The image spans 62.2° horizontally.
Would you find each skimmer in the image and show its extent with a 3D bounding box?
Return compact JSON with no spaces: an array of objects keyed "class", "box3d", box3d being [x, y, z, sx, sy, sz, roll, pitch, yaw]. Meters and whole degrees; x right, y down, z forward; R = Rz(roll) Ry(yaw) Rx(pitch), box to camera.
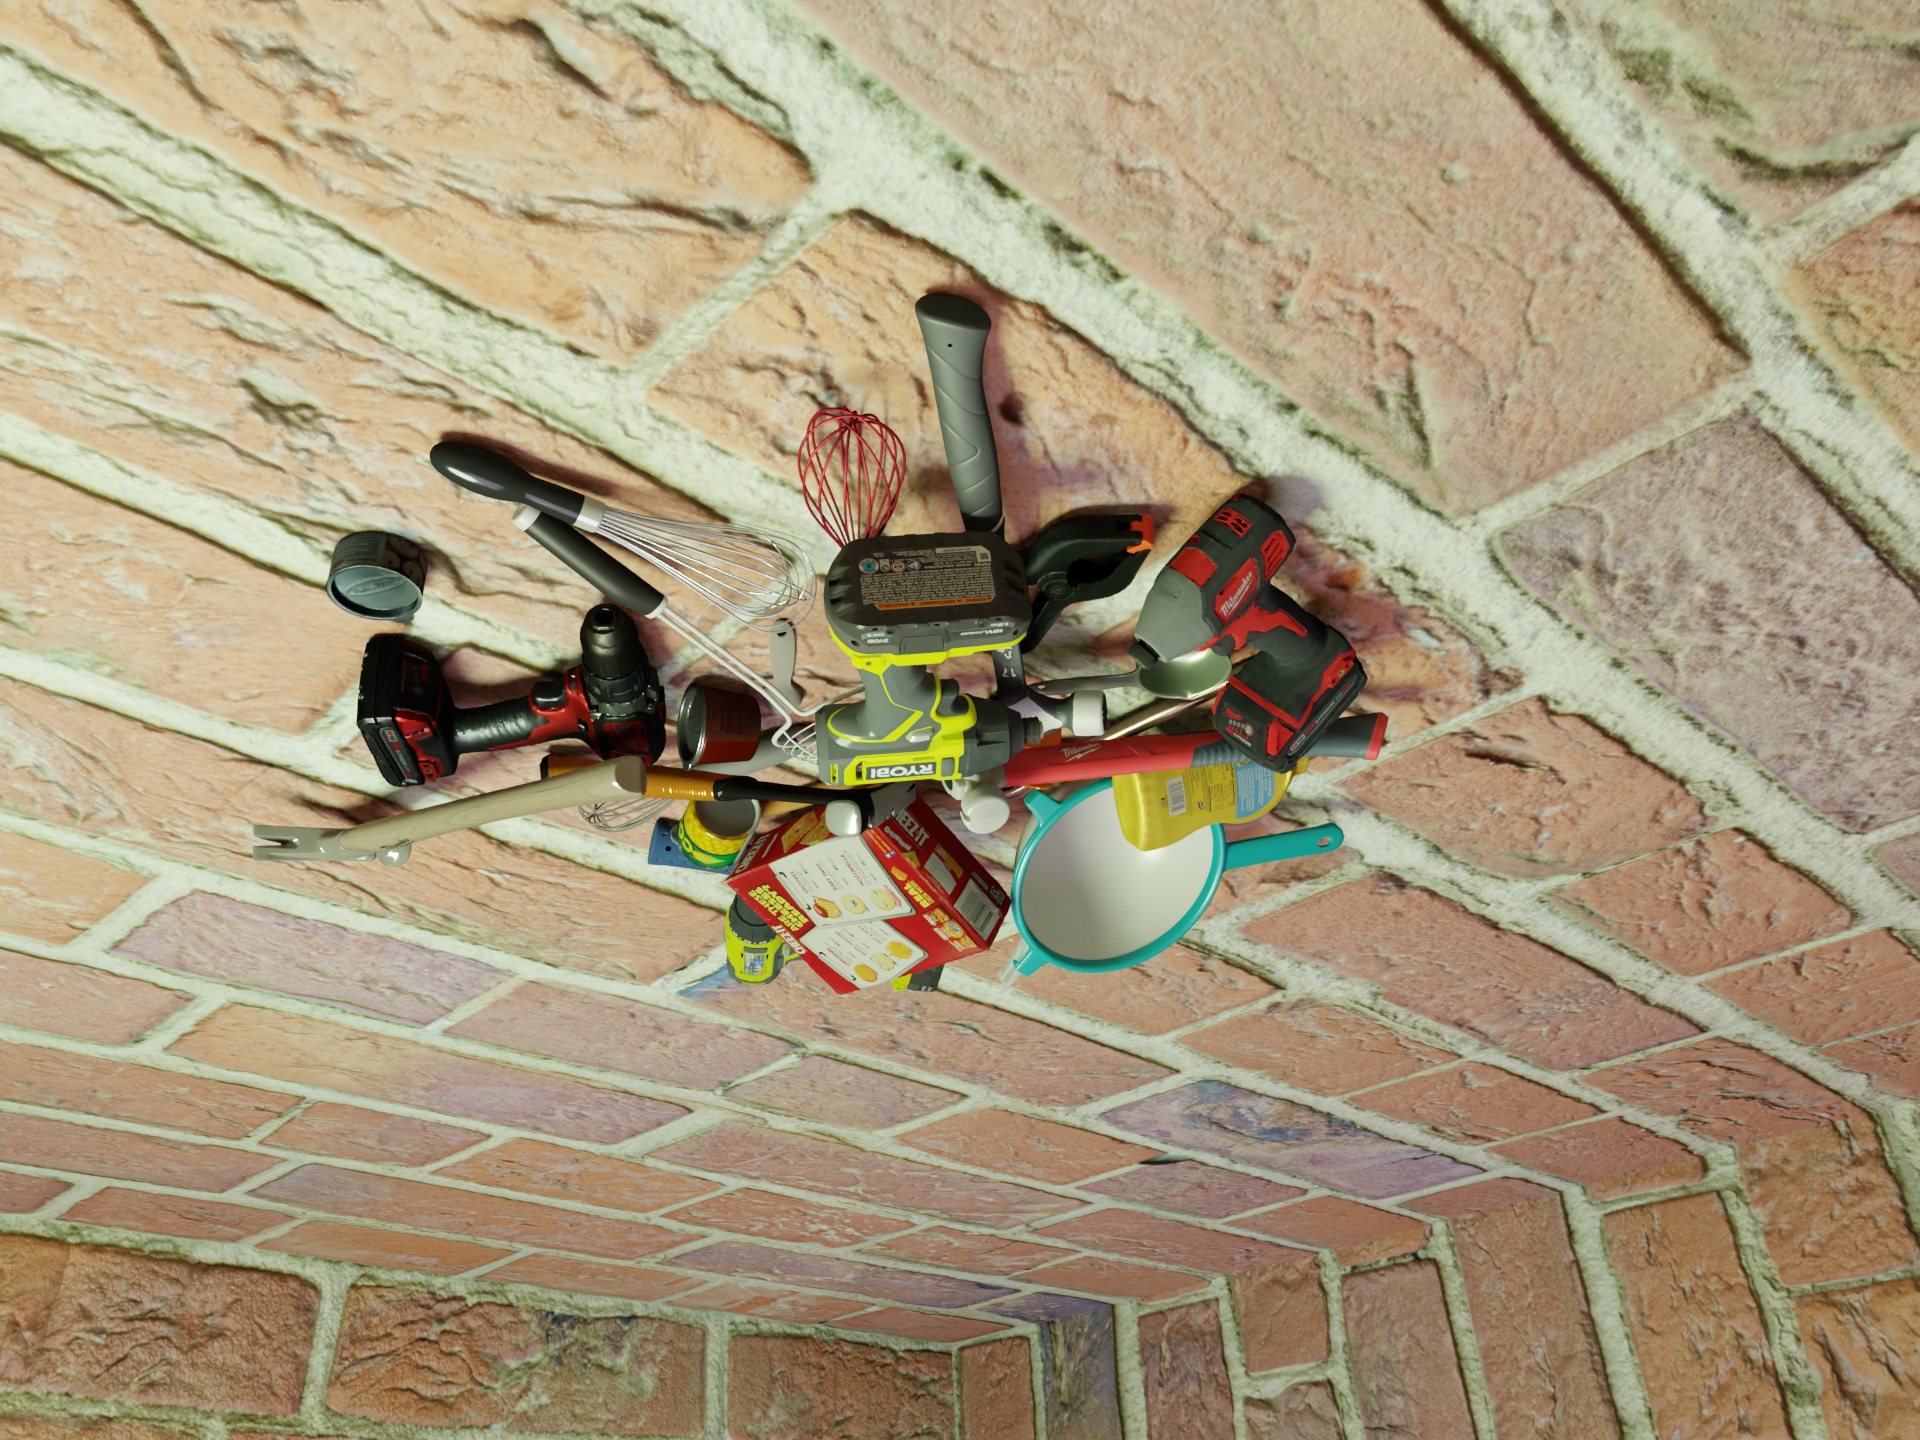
[{"class":"skimmer","box3d":[-0.179,-0.072,1.210,0.127,0.090,0.363,-30,127,33]}]

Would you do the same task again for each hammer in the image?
[{"class":"hammer","box3d":[0.169,0.016,1.308,0.386,0.143,0.038,-5,128,-16]},{"class":"hammer","box3d":[0.015,-0.123,1.109,0.149,0.036,0.408,0,141,11]},{"class":"hammer","box3d":[-0.420,0.077,1.323,0.411,0.038,0.146,-13,167,36]},{"class":"hammer","box3d":[-0.102,0.163,1.551,0.405,0.035,0.144,12,102,-14]},{"class":"hammer","box3d":[-0.204,0.052,1.330,0.337,0.034,0.127,4,-166,23]}]

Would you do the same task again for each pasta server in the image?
[{"class":"pasta server","box3d":[0.141,0.001,1.375,0.316,0.040,0.060,-27,141,26]}]

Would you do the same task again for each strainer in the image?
[{"class":"strainer","box3d":[0.192,0.114,1.493,0.340,0.095,0.210,-7,118,-19]}]

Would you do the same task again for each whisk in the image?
[{"class":"whisk","box3d":[-0.227,-0.130,1.102,0.284,0.070,0.070,20,141,-25]},{"class":"whisk","box3d":[-0.073,-0.125,1.126,0.073,0.073,0.295,-2,154,-2]},{"class":"whisk","box3d":[-0.234,0.047,1.399,0.239,0.055,0.055,-19,145,15]}]

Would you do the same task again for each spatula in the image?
[{"class":"spatula","box3d":[-0.061,0.054,1.418,0.322,0.081,0.041,-16,134,29]}]

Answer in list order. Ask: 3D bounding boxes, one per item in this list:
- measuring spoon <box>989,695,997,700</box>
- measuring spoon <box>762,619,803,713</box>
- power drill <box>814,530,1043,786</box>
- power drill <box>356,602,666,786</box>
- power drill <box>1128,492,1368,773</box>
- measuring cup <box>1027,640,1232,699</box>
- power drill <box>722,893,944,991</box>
[{"class":"measuring spoon","box3d":[-0.002,-0.004,1.365,0.128,0.021,0.042,-9,159,26]},{"class":"measuring spoon","box3d":[-0.144,-0.040,1.286,0.034,0.018,0.124,0,147,-6]},{"class":"power drill","box3d":[-0.019,-0.033,1.131,0.171,0.080,0.223,-4,147,-6]},{"class":"power drill","box3d":[-0.348,-0.023,1.245,0.226,0.080,0.187,-3,148,-6]},{"class":"power drill","box3d":[0.211,-0.057,1.188,0.143,0.079,0.219,-48,138,-2]},{"class":"measuring cup","box3d":[0.133,-0.047,1.284,0.167,0.038,0.083,-7,148,10]},{"class":"power drill","box3d":[-0.131,0.218,1.649,0.228,0.080,0.190,4,148,-7]}]
